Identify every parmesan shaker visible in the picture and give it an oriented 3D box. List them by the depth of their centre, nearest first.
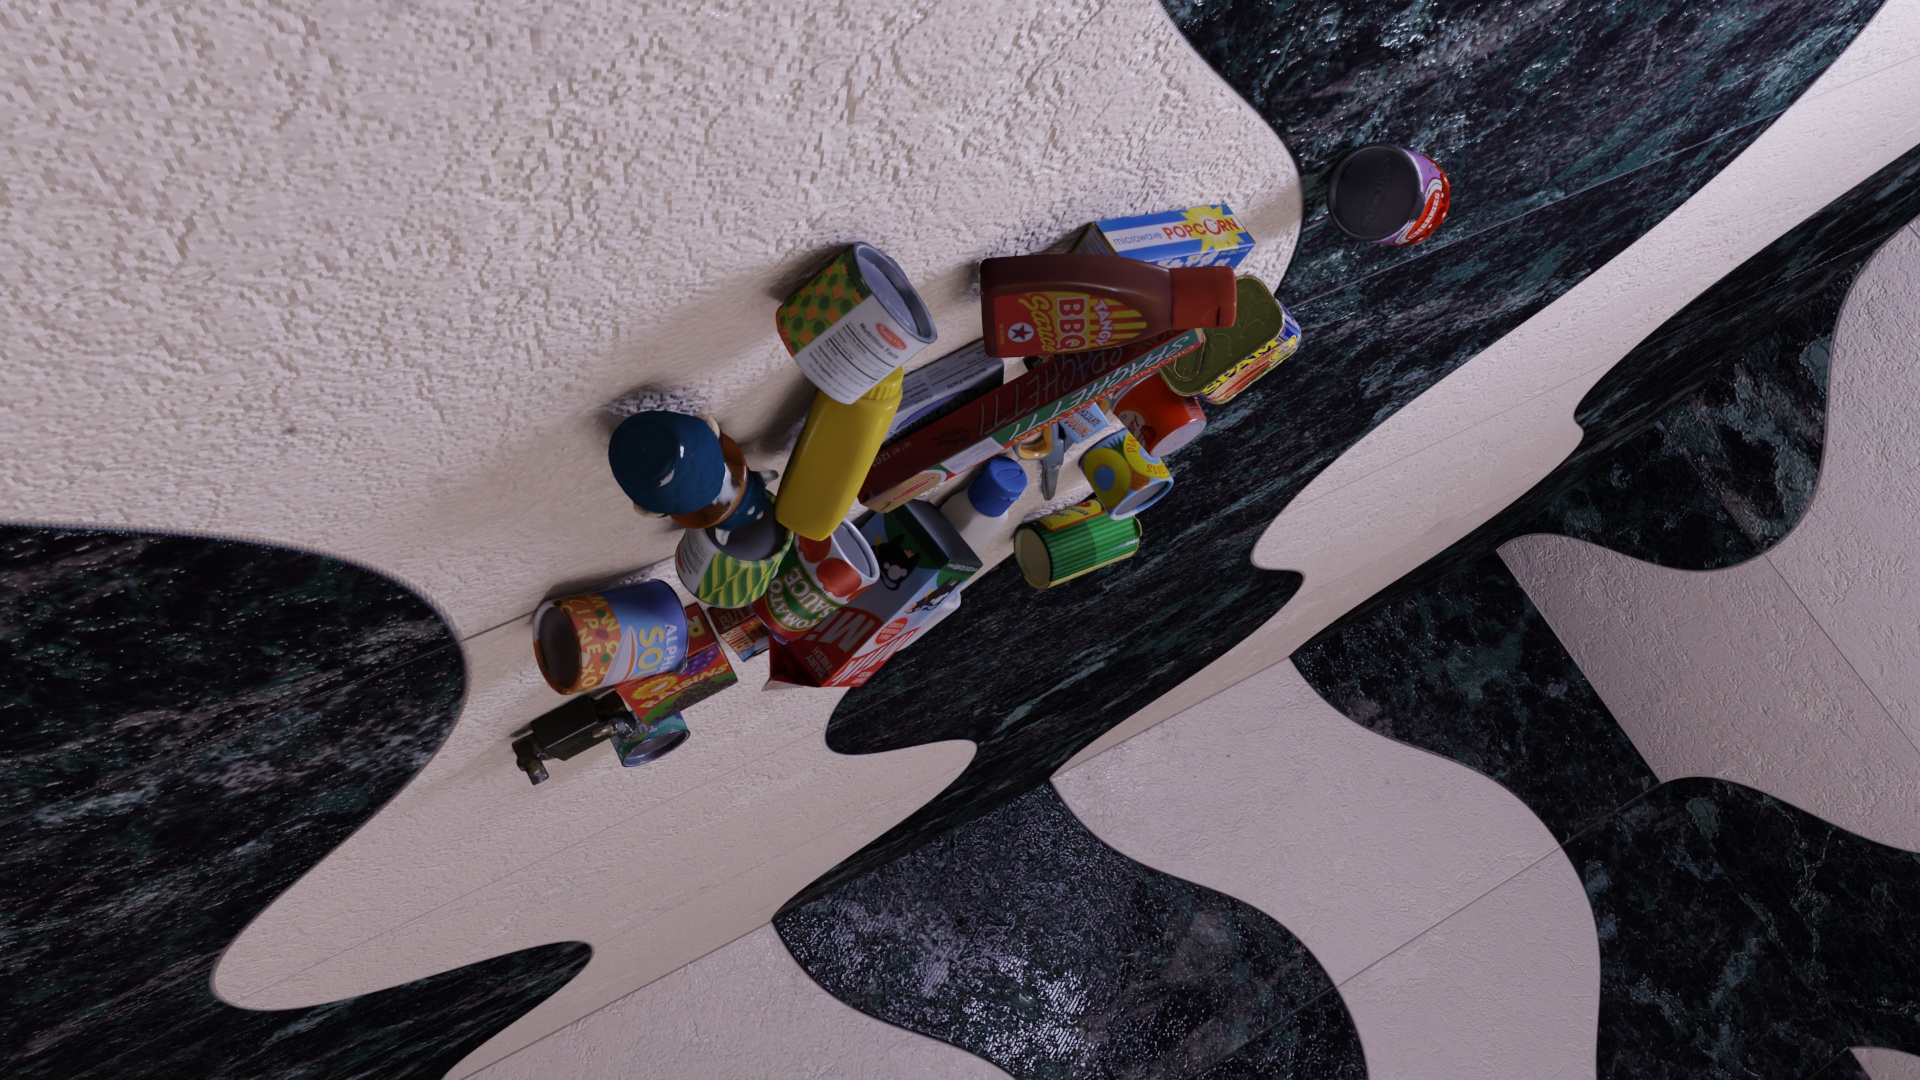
[{"bbox_3d":[0.111,0.000,1.324,0.103,0.071,0.071,-19,160,-28],"label":"parmesan shaker"}]

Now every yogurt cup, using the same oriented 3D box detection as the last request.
[{"bbox_3d":[0.165,-0.105,1.141,0.072,0.054,0.072,-28,163,-9],"label":"yogurt cup"}]

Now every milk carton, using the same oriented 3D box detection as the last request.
[{"bbox_3d":[-0.081,0.056,1.112,0.190,0.073,0.072,-45,161,13],"label":"milk carton"}]

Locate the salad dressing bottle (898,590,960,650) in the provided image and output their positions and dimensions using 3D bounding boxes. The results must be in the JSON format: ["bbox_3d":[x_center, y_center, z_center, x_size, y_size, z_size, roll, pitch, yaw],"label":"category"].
[{"bbox_3d":[-0.064,0.083,1.320,0.147,0.044,0.064,-39,162,31],"label":"salad dressing bottle"}]

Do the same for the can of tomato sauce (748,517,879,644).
[{"bbox_3d":[-0.112,0.027,1.040,0.083,0.071,0.071,-35,162,14],"label":"can of tomato sauce"}]

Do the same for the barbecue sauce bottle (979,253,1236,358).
[{"bbox_3d":[0.087,-0.141,0.824,0.148,0.044,0.064,-3,143,2],"label":"barbecue sauce bottle"}]

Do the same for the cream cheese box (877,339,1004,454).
[{"bbox_3d":[-0.021,-0.094,0.922,0.104,0.024,0.053,-27,162,-9],"label":"cream cheese box"}]

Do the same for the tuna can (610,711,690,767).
[{"bbox_3d":[-0.279,0.172,1.241,0.071,0.033,0.071,-27,163,-9],"label":"tuna can"}]

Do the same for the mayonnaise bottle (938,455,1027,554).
[{"bbox_3d":[0.004,-0.015,1.160,0.065,0.041,0.147,-12,154,-40],"label":"mayonnaise bottle"}]

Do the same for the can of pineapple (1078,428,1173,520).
[{"bbox_3d":[0.148,-0.060,1.231,0.071,0.058,0.070,-27,162,-9],"label":"can of pineapple"}]

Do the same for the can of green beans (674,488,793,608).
[{"bbox_3d":[-0.149,0.003,0.917,0.071,0.071,0.057,-17,158,-34],"label":"can of green beans"}]

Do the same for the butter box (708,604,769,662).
[{"bbox_3d":[-0.169,0.068,1.139,0.053,0.024,0.103,-28,163,-6],"label":"butter box"}]

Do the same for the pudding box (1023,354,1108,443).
[{"bbox_3d":[0.077,-0.106,1.004,0.030,0.050,0.083,-31,163,9],"label":"pudding box"}]

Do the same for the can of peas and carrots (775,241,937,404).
[{"bbox_3d":[-0.056,-0.116,0.739,0.058,0.071,0.071,-36,162,19],"label":"can of peas and carrots"}]

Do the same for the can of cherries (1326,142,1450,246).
[{"bbox_3d":[0.297,-0.235,0.955,0.058,0.071,0.071,-8,152,-50],"label":"can of cherries"}]

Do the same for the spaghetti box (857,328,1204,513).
[{"bbox_3d":[0.044,-0.088,0.919,0.250,0.029,0.050,-28,167,9],"label":"spaghetti box"}]

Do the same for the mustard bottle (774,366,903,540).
[{"bbox_3d":[-0.069,-0.072,0.848,0.066,0.049,0.159,-71,-172,-51],"label":"mustard bottle"}]

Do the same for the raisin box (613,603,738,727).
[{"bbox_3d":[-0.231,0.102,1.111,0.086,0.040,0.123,-26,162,-10],"label":"raisin box"}]

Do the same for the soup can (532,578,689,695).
[{"bbox_3d":[-0.237,0.067,0.948,0.084,0.071,0.071,-12,155,-44],"label":"soup can"}]

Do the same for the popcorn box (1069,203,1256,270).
[{"bbox_3d":[0.119,-0.172,0.904,0.127,0.038,0.084,-16,157,-36],"label":"popcorn box"}]
